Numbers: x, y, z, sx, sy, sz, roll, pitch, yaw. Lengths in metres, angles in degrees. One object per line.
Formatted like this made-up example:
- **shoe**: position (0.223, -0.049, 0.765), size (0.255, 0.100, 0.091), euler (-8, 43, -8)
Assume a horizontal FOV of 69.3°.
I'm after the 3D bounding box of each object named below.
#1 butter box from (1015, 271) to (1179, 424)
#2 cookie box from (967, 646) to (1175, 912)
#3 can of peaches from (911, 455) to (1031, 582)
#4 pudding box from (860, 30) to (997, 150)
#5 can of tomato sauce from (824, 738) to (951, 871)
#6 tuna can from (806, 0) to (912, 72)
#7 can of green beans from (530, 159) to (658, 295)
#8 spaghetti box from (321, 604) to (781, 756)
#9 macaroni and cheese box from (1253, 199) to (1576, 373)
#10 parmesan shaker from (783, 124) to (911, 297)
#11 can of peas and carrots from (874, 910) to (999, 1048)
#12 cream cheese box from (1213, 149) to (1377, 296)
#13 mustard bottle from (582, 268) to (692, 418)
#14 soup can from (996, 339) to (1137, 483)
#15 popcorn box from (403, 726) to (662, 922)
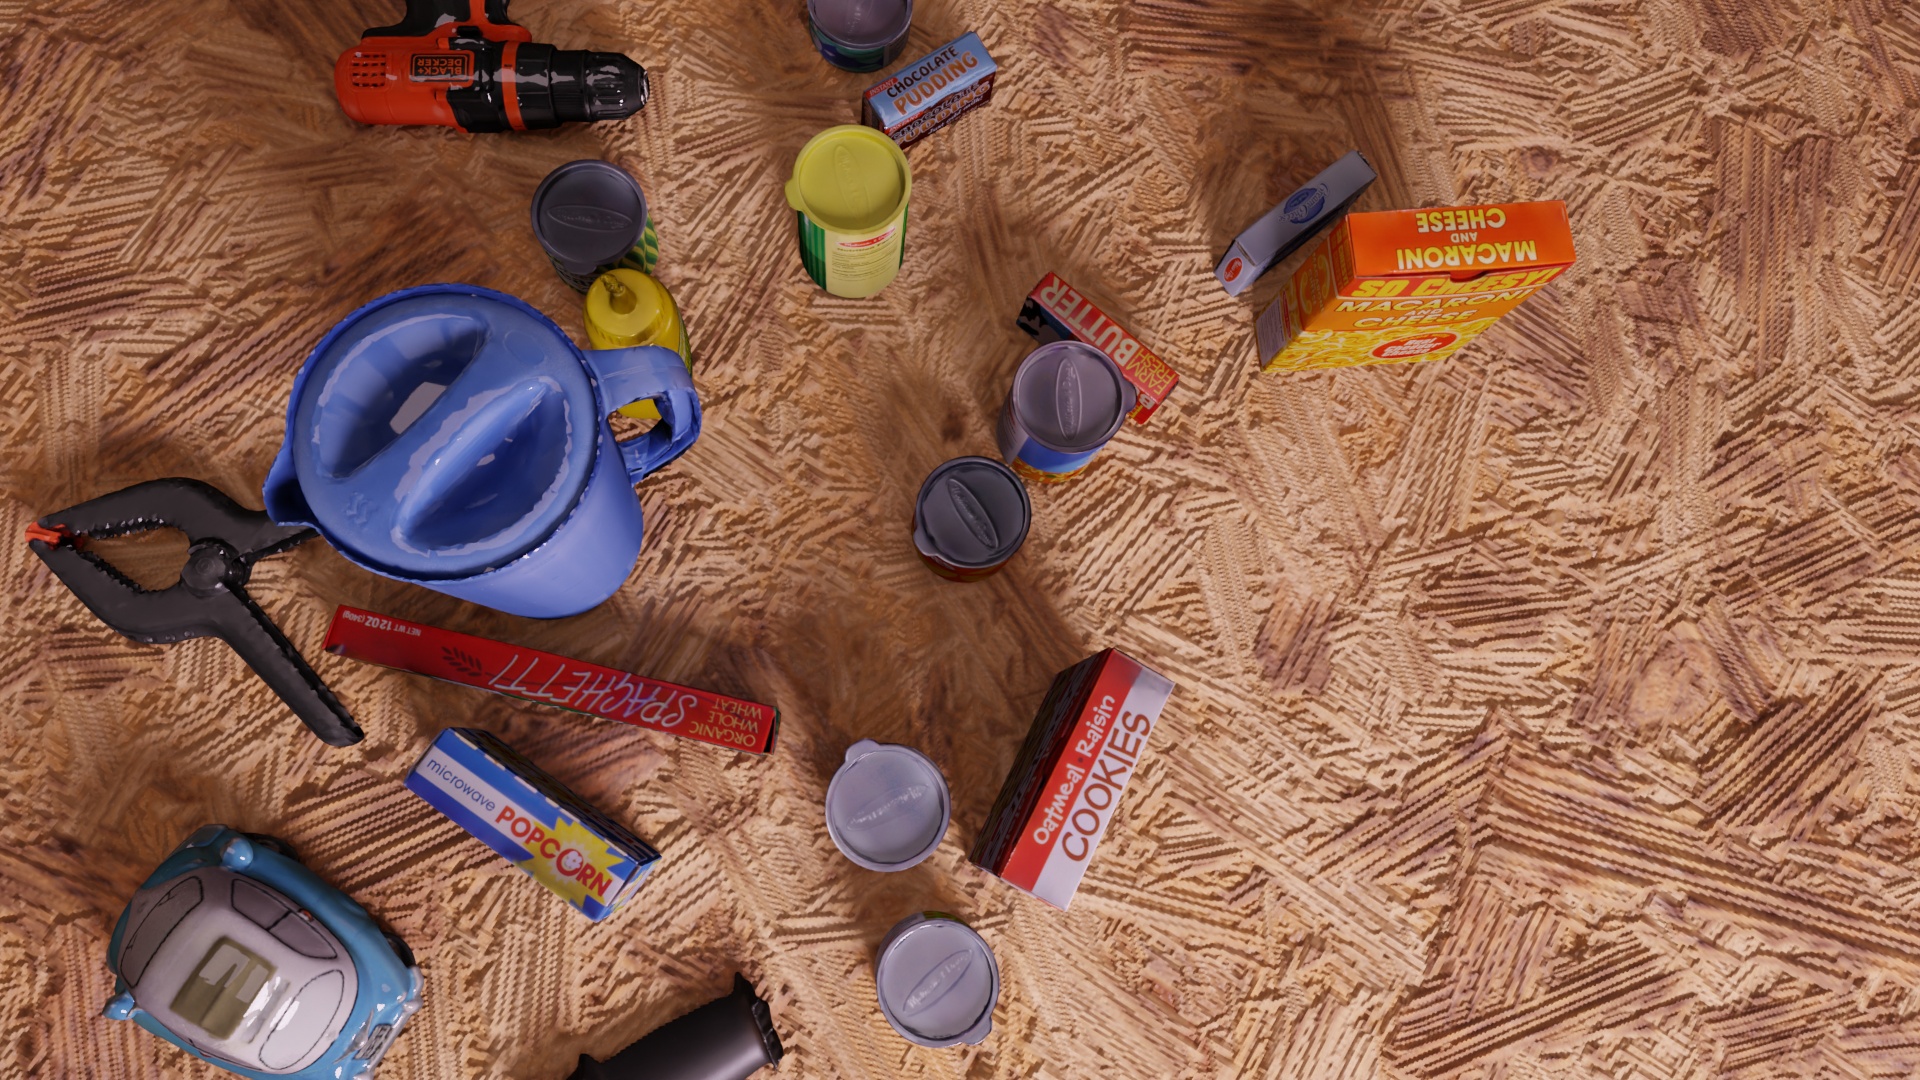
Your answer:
- **butter box**: position (0.083, -0.116, 0.843), size (0.103, 0.053, 0.024), euler (40, 79, 3)
- **cookie box**: position (0.053, 0.126, 0.737), size (0.040, 0.167, 0.123), euler (27, 79, 0)
- **can of peaches**: position (0.003, -0.010, 0.814), size (0.071, 0.058, 0.071), euler (1, 80, -5)
- **pudding box**: position (-0.020, -0.277, 0.866), size (0.084, 0.049, 0.030), euler (-32, 84, -10)
- **can of tomato sauce**: position (-0.043, 0.145, 0.767), size (0.071, 0.083, 0.071), euler (1, 80, -5)
- **tuna can**: position (-0.066, -0.335, 0.882), size (0.071, 0.032, 0.071), euler (1, 79, -5)
- **can of green beans**: position (-0.216, -0.184, 0.827), size (0.071, 0.057, 0.071), euler (1, 80, -5)
- **spaghetti box**: position (-0.223, 0.080, 0.780), size (0.250, 0.050, 0.029), euler (14, 79, -2)
- **macaroni and cheese box**: position (0.256, -0.142, 0.806), size (0.124, 0.166, 0.040), euler (-5, 80, -6)
- **parmesan shaker**: position (-0.067, -0.191, 0.818), size (0.071, 0.103, 0.071), euler (1, 80, -5)
- **can of peas and carrots**: position (-0.012, 0.241, 0.764), size (0.071, 0.058, 0.071), euler (1, 80, -5)
- **cream cheese box**: position (0.208, -0.198, 0.870), size (0.104, 0.053, 0.024), euler (-37, 85, -10)
- **mustard bottle**: position (-0.178, -0.113, 0.765), size (0.049, 0.160, 0.065), euler (-4, 80, -6)
- **soup can**: position (0.060, -0.073, 0.818), size (0.071, 0.083, 0.071), euler (1, 80, -5)
- **popcorn box**: position (-0.227, 0.151, 0.749), size (0.127, 0.085, 0.038), euler (35, 79, 2)
